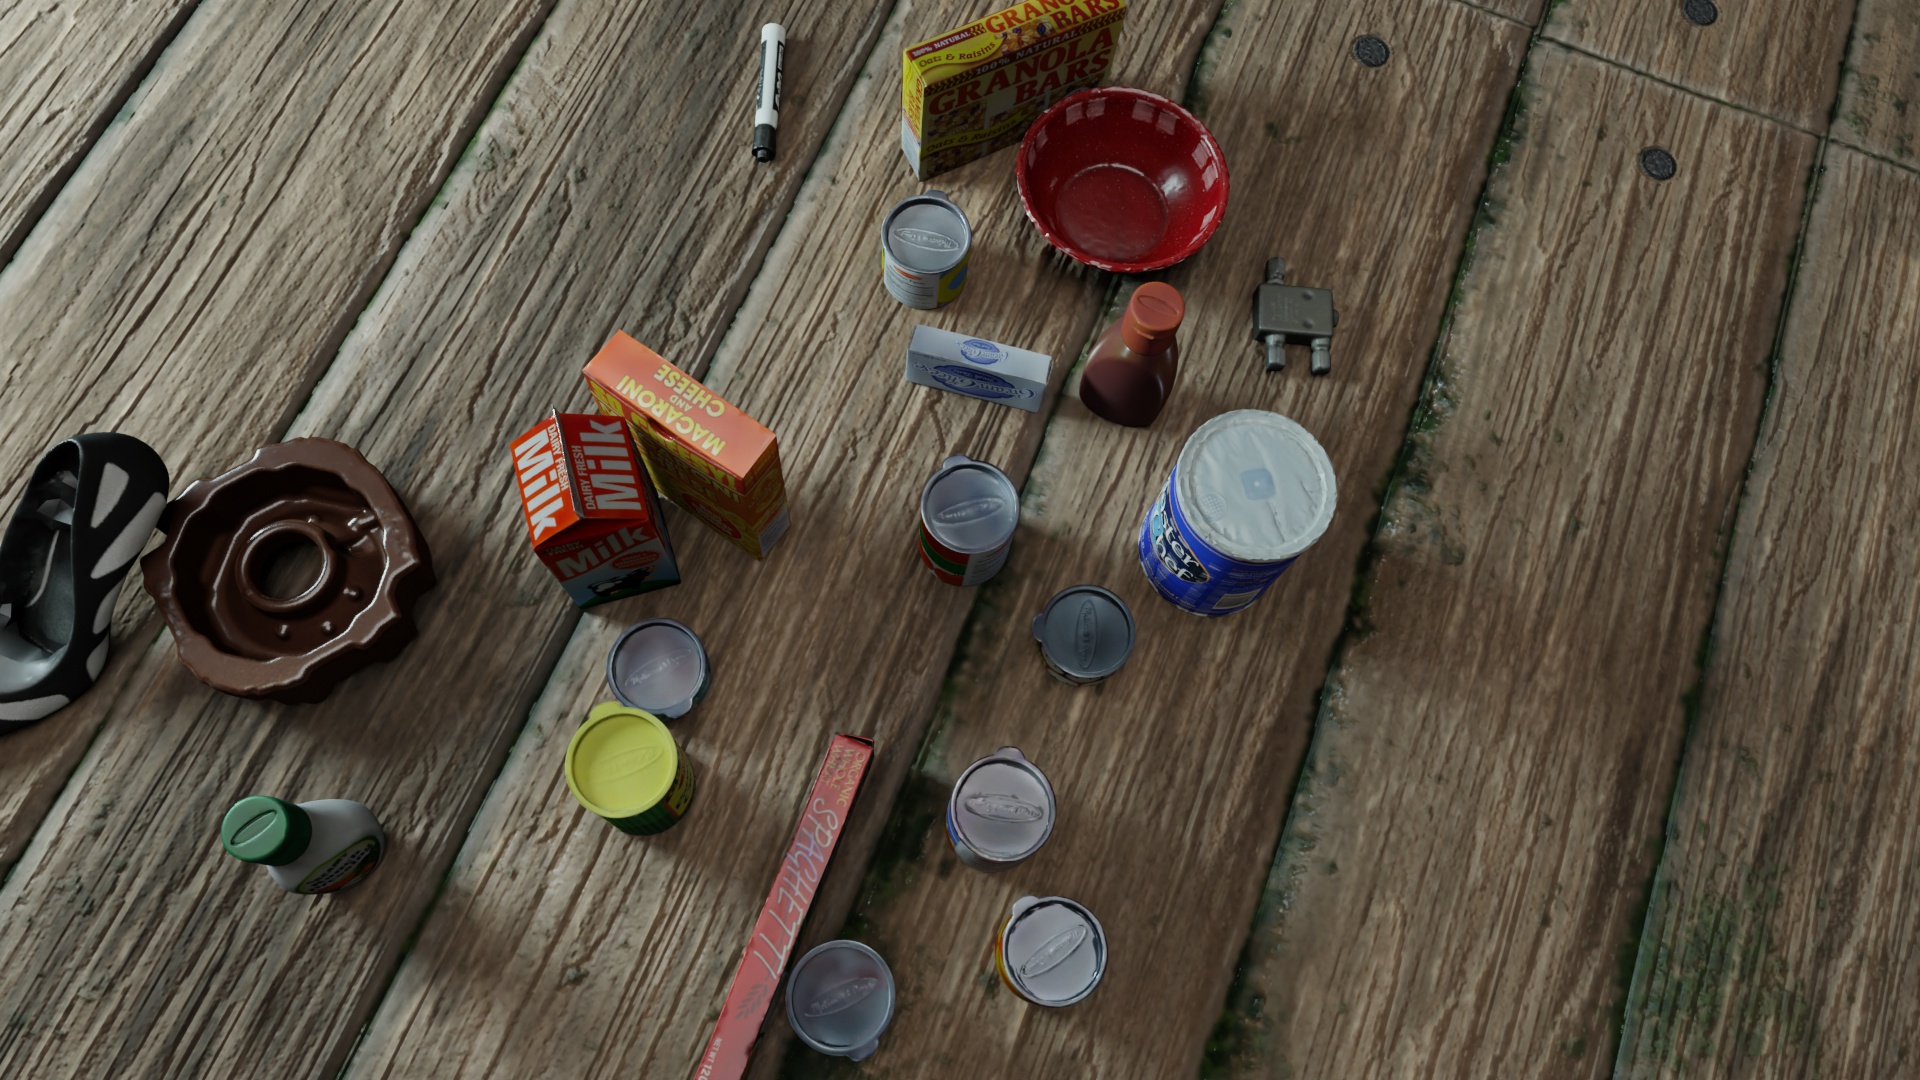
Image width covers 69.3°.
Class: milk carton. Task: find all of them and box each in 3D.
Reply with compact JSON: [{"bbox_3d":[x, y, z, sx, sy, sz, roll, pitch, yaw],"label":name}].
[{"bbox_3d":[-0.233,-0.020,0.887,0.073,0.190,0.072,-15,74,-8],"label":"milk carton"}]

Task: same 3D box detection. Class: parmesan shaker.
[{"bbox_3d":[-0.206,0.146,0.879,0.071,0.102,0.071,1,72,-3],"label":"parmesan shaker"}]

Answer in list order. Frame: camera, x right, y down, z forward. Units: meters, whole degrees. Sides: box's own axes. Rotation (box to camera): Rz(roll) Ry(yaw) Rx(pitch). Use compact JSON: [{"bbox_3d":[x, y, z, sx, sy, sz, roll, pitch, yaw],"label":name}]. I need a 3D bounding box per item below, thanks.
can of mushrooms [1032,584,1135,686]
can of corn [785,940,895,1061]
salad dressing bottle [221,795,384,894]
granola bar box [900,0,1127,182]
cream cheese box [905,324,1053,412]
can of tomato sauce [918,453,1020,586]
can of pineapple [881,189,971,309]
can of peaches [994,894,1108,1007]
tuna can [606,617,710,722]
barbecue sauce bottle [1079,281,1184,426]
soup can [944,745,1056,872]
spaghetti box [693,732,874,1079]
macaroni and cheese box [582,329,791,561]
[{"bbox_3d":[0.083,0.066,0.961,0.071,0.033,0.071,1,72,-3],"label":"can of mushrooms"},{"bbox_3d":[-0.073,0.286,0.864,0.071,0.058,0.071,1,72,-3],"label":"can of corn"},{"bbox_3d":[-0.393,0.180,0.831,0.064,0.147,0.044,-38,78,-14],"label":"salad dressing bottle"},{"bbox_3d":[0.036,-0.349,1.050,0.166,0.124,0.039,-25,75,-11],"label":"granola bar box"},{"bbox_3d":[0.013,-0.125,1.010,0.104,0.053,0.024,14,72,1],"label":"cream cheese box"},{"bbox_3d":[0.003,-0.012,0.956,0.071,0.083,0.071,1,72,-3],"label":"can of tomato sauce"},{"bbox_3d":[-0.025,-0.216,1.036,0.071,0.057,0.071,1,72,-3],"label":"can of pineapple"},{"bbox_3d":[0.055,0.259,0.882,0.071,0.058,0.071,1,72,-3],"label":"can of peaches"},{"bbox_3d":[-0.201,0.090,0.935,0.071,0.032,0.071,1,72,-3],"label":"tuna can"},{"bbox_3d":[0.123,-0.129,0.969,0.065,0.148,0.044,24,72,4],"label":"barbecue sauce bottle"},{"bbox_3d":[0.025,0.175,0.895,0.071,0.083,0.071,1,72,-3],"label":"soup can"},{"bbox_3d":[-0.112,0.242,0.881,0.029,0.050,0.251,20,71,3],"label":"spaghetti box"},{"bbox_3d":[-0.175,-0.057,0.915,0.124,0.166,0.040,34,73,7],"label":"macaroni and cheese box"}]
